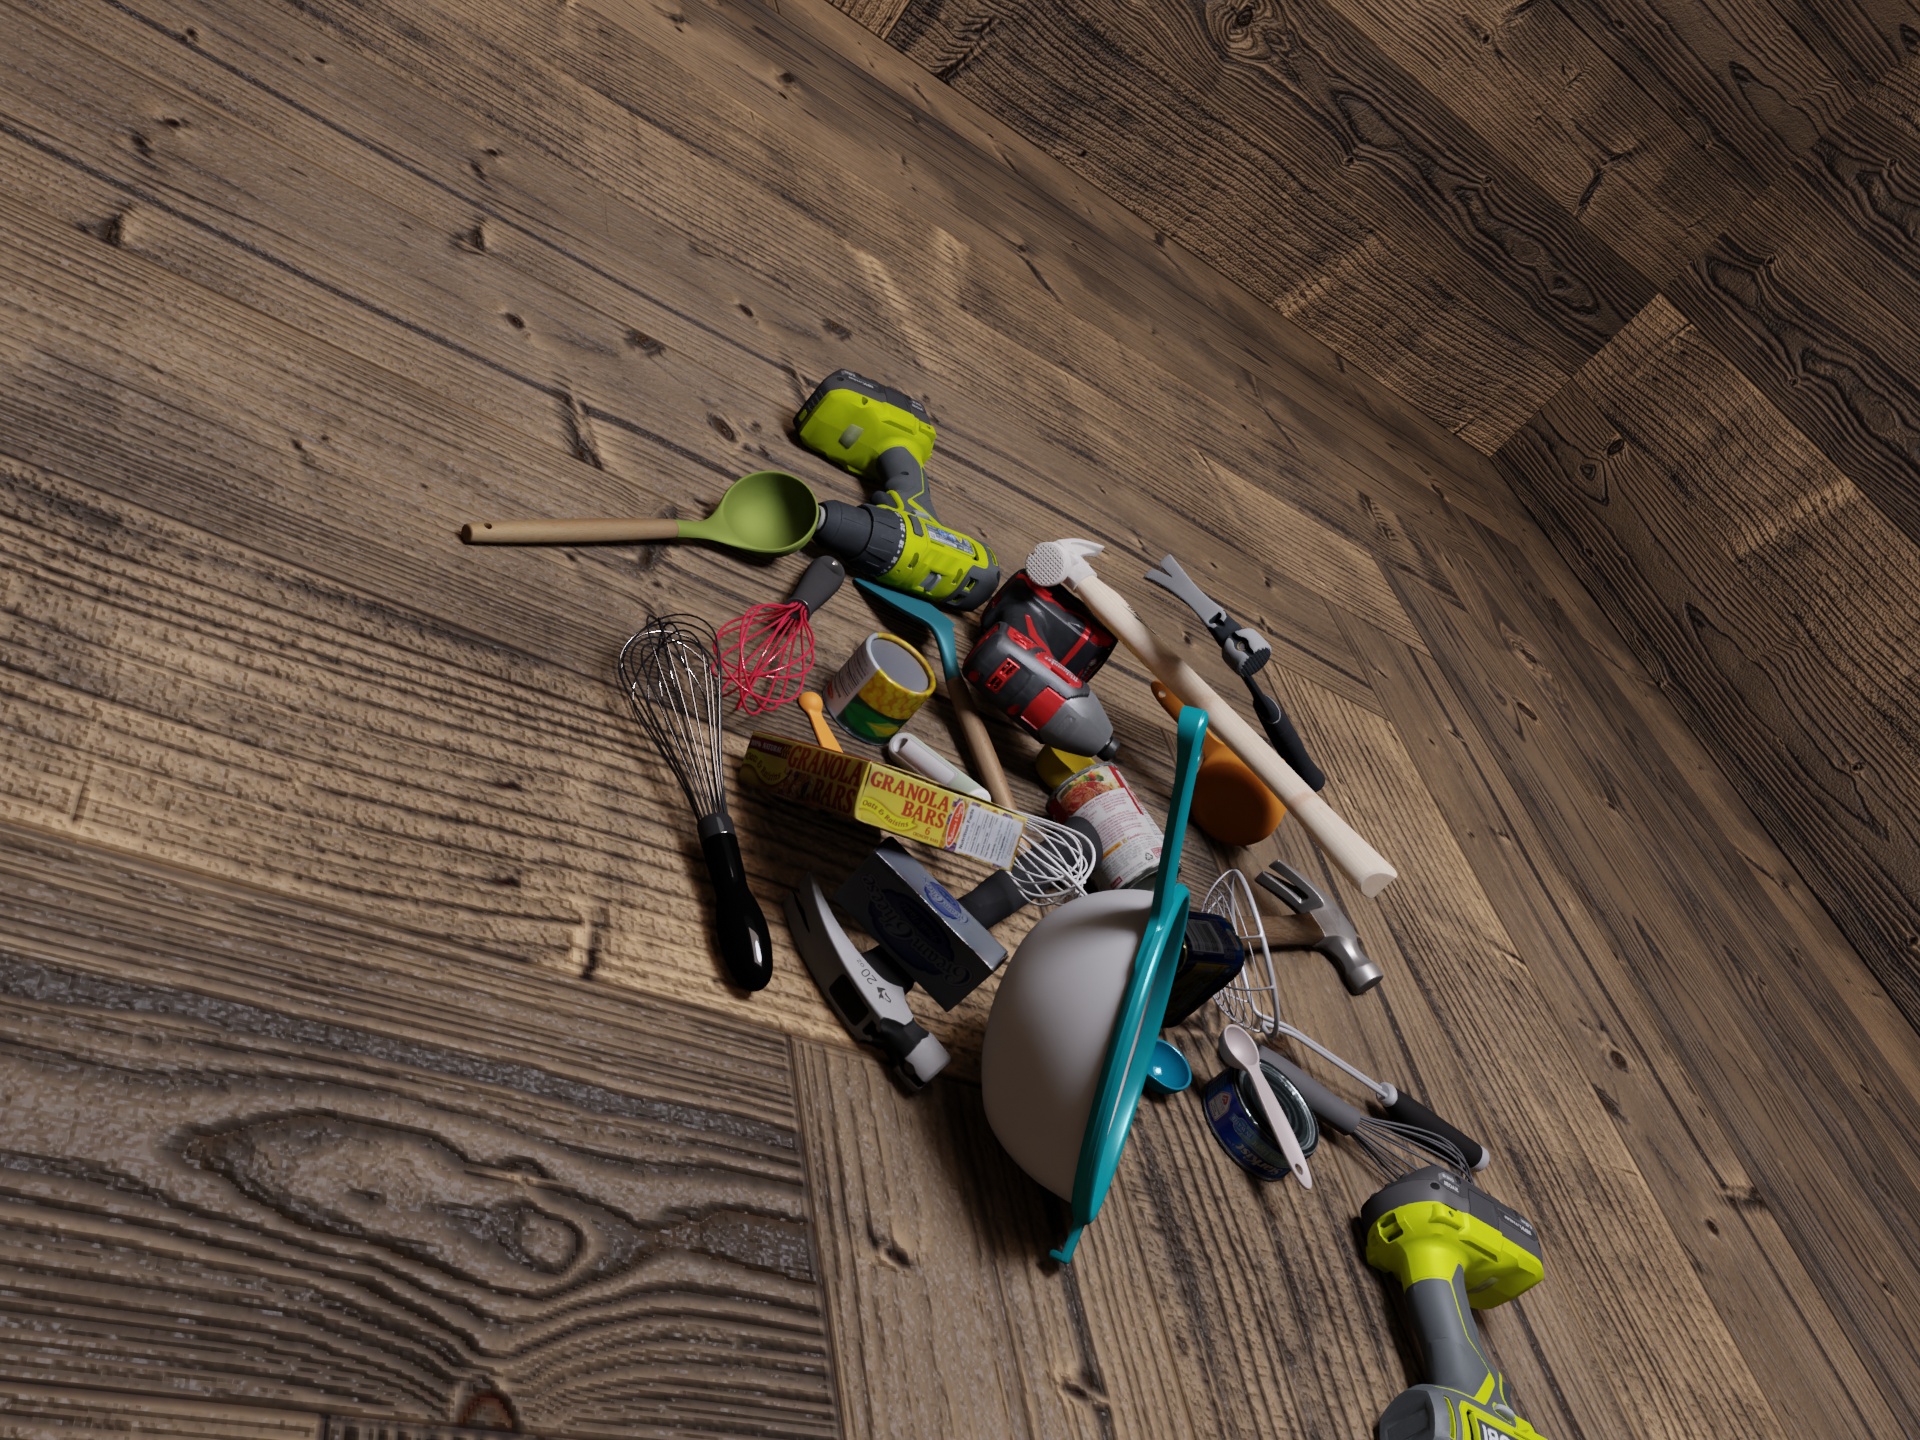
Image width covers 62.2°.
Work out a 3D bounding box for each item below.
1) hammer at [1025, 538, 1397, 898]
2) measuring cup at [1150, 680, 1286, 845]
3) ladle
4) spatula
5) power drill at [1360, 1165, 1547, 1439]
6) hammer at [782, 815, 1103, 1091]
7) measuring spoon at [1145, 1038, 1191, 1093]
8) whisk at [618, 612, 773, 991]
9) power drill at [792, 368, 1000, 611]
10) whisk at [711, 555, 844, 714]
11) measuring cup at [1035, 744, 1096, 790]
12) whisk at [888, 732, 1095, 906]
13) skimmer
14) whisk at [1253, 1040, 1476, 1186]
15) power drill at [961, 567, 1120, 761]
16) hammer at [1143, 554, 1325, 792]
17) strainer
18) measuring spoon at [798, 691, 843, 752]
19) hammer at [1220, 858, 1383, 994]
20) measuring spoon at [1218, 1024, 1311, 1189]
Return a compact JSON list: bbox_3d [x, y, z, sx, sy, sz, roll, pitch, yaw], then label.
[{"bbox_3d":[0.224,-0.008,1.391,0.411,0.038,0.146,47,21,10],"label":"hammer"},{"bbox_3d":[0.223,0.039,1.434,0.173,0.095,0.052,48,37,-7],"label":"measuring cup"},{"bbox_3d":[-0.227,-0.150,1.177,0.320,0.062,0.078,-11,58,-53],"label":"ladle"},{"bbox_3d":[-0.002,-0.004,1.295,0.082,0.044,0.318,14,43,-43],"label":"spatula"},{"bbox_3d":[0.354,0.435,1.084,0.171,0.080,0.223,32,34,-17],"label":"power drill"},{"bbox_3d":[0.010,0.126,1.099,0.146,0.035,0.335,48,32,10],"label":"hammer"},{"bbox_3d":[0.104,0.242,1.100,0.128,0.021,0.042,9,42,-32],"label":"measuring spoon"},{"bbox_3d":[-0.159,0.043,0.998,0.070,0.070,0.285,14,44,-42],"label":"whisk"},{"bbox_3d":[-0.074,-0.208,1.430,0.190,0.080,0.229,17,40,-39],"label":"power drill"},{"bbox_3d":[-0.128,-0.075,1.200,0.073,0.073,0.296,38,22,-7],"label":"whisk"},{"bbox_3d":[0.084,0.021,1.374,0.062,0.029,0.157,30,19,-18],"label":"measuring cup"},{"bbox_3d":[0.015,0.062,1.116,0.247,0.058,0.059,35,-11,50],"label":"whisk"},{"bbox_3d":[0.316,0.248,1.252,0.363,0.090,0.127,36,18,-22],"label":"skimmer"},{"bbox_3d":[0.300,0.305,1.223,0.239,0.055,0.055,33,29,-8],"label":"whisk"},{"bbox_3d":[0.076,-0.045,1.351,0.143,0.078,0.220,38,19,-9],"label":"power drill"},{"bbox_3d":[0.278,-0.021,1.495,0.149,0.036,0.408,51,4,34],"label":"hammer"},{"bbox_3d":[0.074,0.134,0.940,0.095,0.340,0.211,15,30,14],"label":"strainer"},{"bbox_3d":[-0.089,0.022,1.156,0.021,0.011,0.117,8,43,-46],"label":"measuring spoon"},{"bbox_3d":[0.235,0.176,1.333,0.331,0.031,0.130,6,45,-48],"label":"hammer"},{"bbox_3d":[0.212,0.273,1.119,0.034,0.018,0.124,7,51,-47],"label":"measuring spoon"}]
